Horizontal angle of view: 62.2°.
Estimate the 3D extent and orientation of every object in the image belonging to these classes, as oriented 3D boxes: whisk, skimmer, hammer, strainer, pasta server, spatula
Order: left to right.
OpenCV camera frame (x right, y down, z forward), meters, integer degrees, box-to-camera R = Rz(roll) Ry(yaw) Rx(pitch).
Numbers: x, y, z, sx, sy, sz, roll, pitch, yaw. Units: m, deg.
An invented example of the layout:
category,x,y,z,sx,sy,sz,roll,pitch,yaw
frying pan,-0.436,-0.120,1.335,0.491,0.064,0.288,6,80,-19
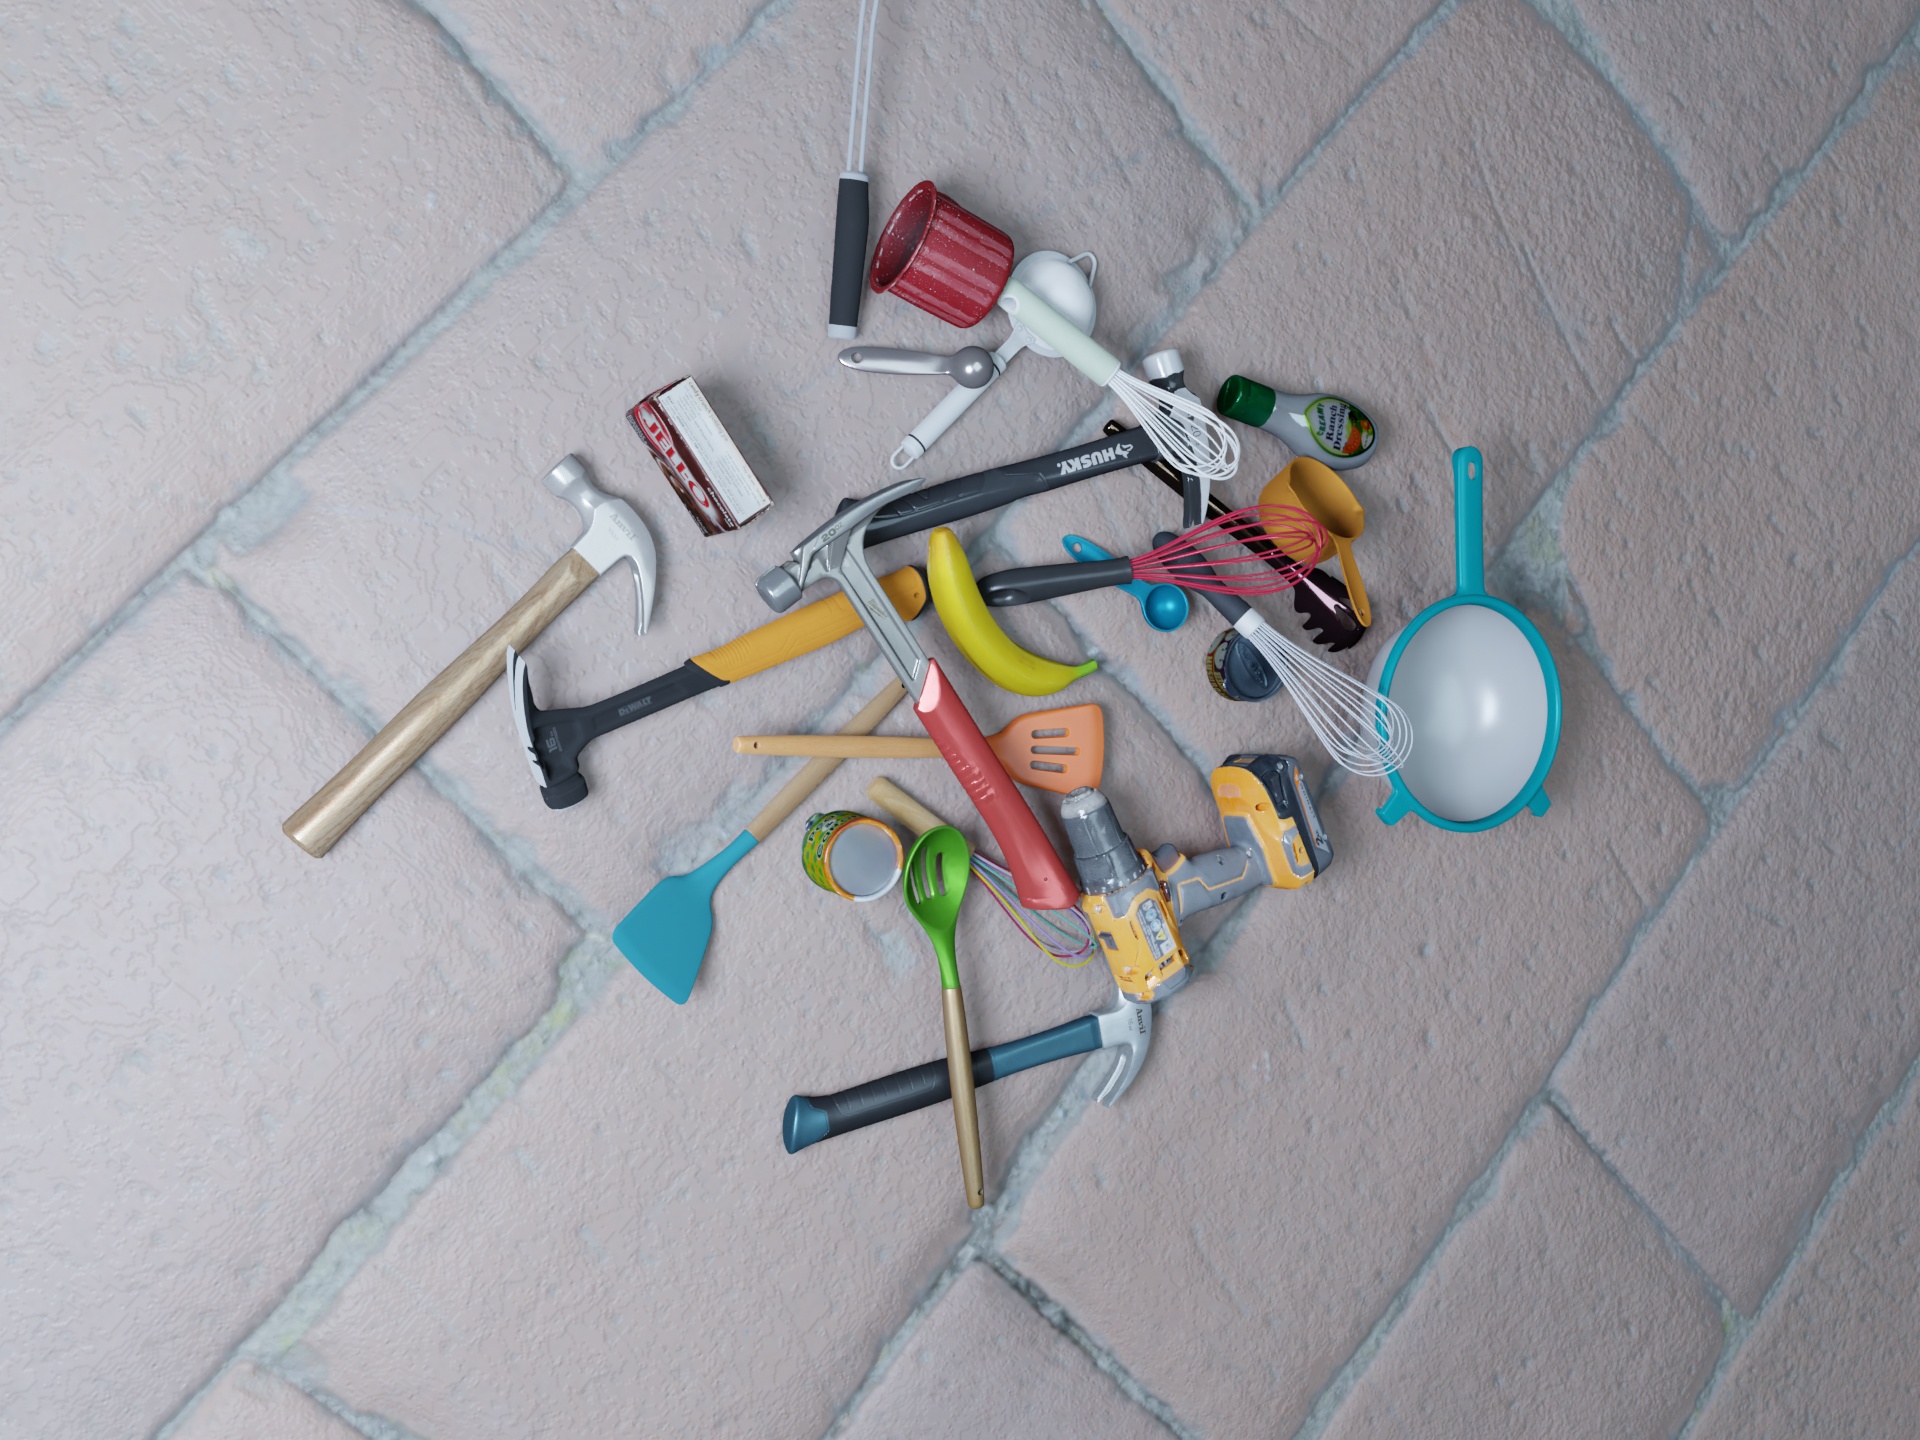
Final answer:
category,x,y,z,sx,sy,sz,roll,pitch,yaw
hammer,-0.348,-0.032,1.138,0.130,0.031,0.331,46,76,-18
hammer,-0.171,-0.052,1.193,0.337,0.034,0.127,-25,125,-24
spatula,-0.137,0.074,1.226,0.317,0.044,0.082,-47,116,-16
skimmer,-0.087,-0.481,1.229,0.127,0.090,0.363,0,103,-26
spatula,-0.026,0.022,1.258,0.322,0.041,0.081,1,92,-33
hammer,-0.002,-0.004,1.226,0.149,0.037,0.359,-37,108,-13
hammer,0.011,0.285,1.306,0.331,0.033,0.128,-13,96,-22
whisk,0.021,0.125,1.298,0.244,0.051,0.047,38,84,-17
strainer,0.034,-0.293,1.285,0.258,0.050,0.086,-47,112,-11
hammer,0.052,-0.189,1.287,0.334,0.035,0.146,-19,95,-17
whisk,0.126,-0.273,1.270,0.246,0.058,0.059,36,53,-12
whisk,0.157,-0.125,1.301,0.296,0.073,0.073,-9,96,-3
pasta server,0.245,-0.162,1.389,0.316,0.040,0.060,35,79,-17
whisk,0.267,-0.060,1.342,0.070,0.070,0.285,-43,81,-15
strainer,0.432,-0.071,1.435,0.211,0.095,0.340,-1,91,-25

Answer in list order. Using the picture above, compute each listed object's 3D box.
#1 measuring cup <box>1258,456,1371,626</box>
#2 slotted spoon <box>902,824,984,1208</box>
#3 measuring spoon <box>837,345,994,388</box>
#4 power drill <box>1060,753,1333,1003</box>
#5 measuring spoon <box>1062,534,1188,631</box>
category,x,y,z,sx,sy,sz,roll,pitch,yaw
measuring cup,0.307,-0.142,1.361,0.095,0.052,0.174,11,56,-34
slotted spoon,-0.007,0.237,1.265,0.070,0.031,0.314,-12,98,-41
measuring spoon,-0.034,-0.282,1.249,0.124,0.018,0.034,3,86,-6
power drill,0.191,0.104,1.334,0.226,0.084,0.185,-30,104,-27
measuring spoon,0.137,-0.119,1.352,0.128,0.021,0.042,33,79,-12
